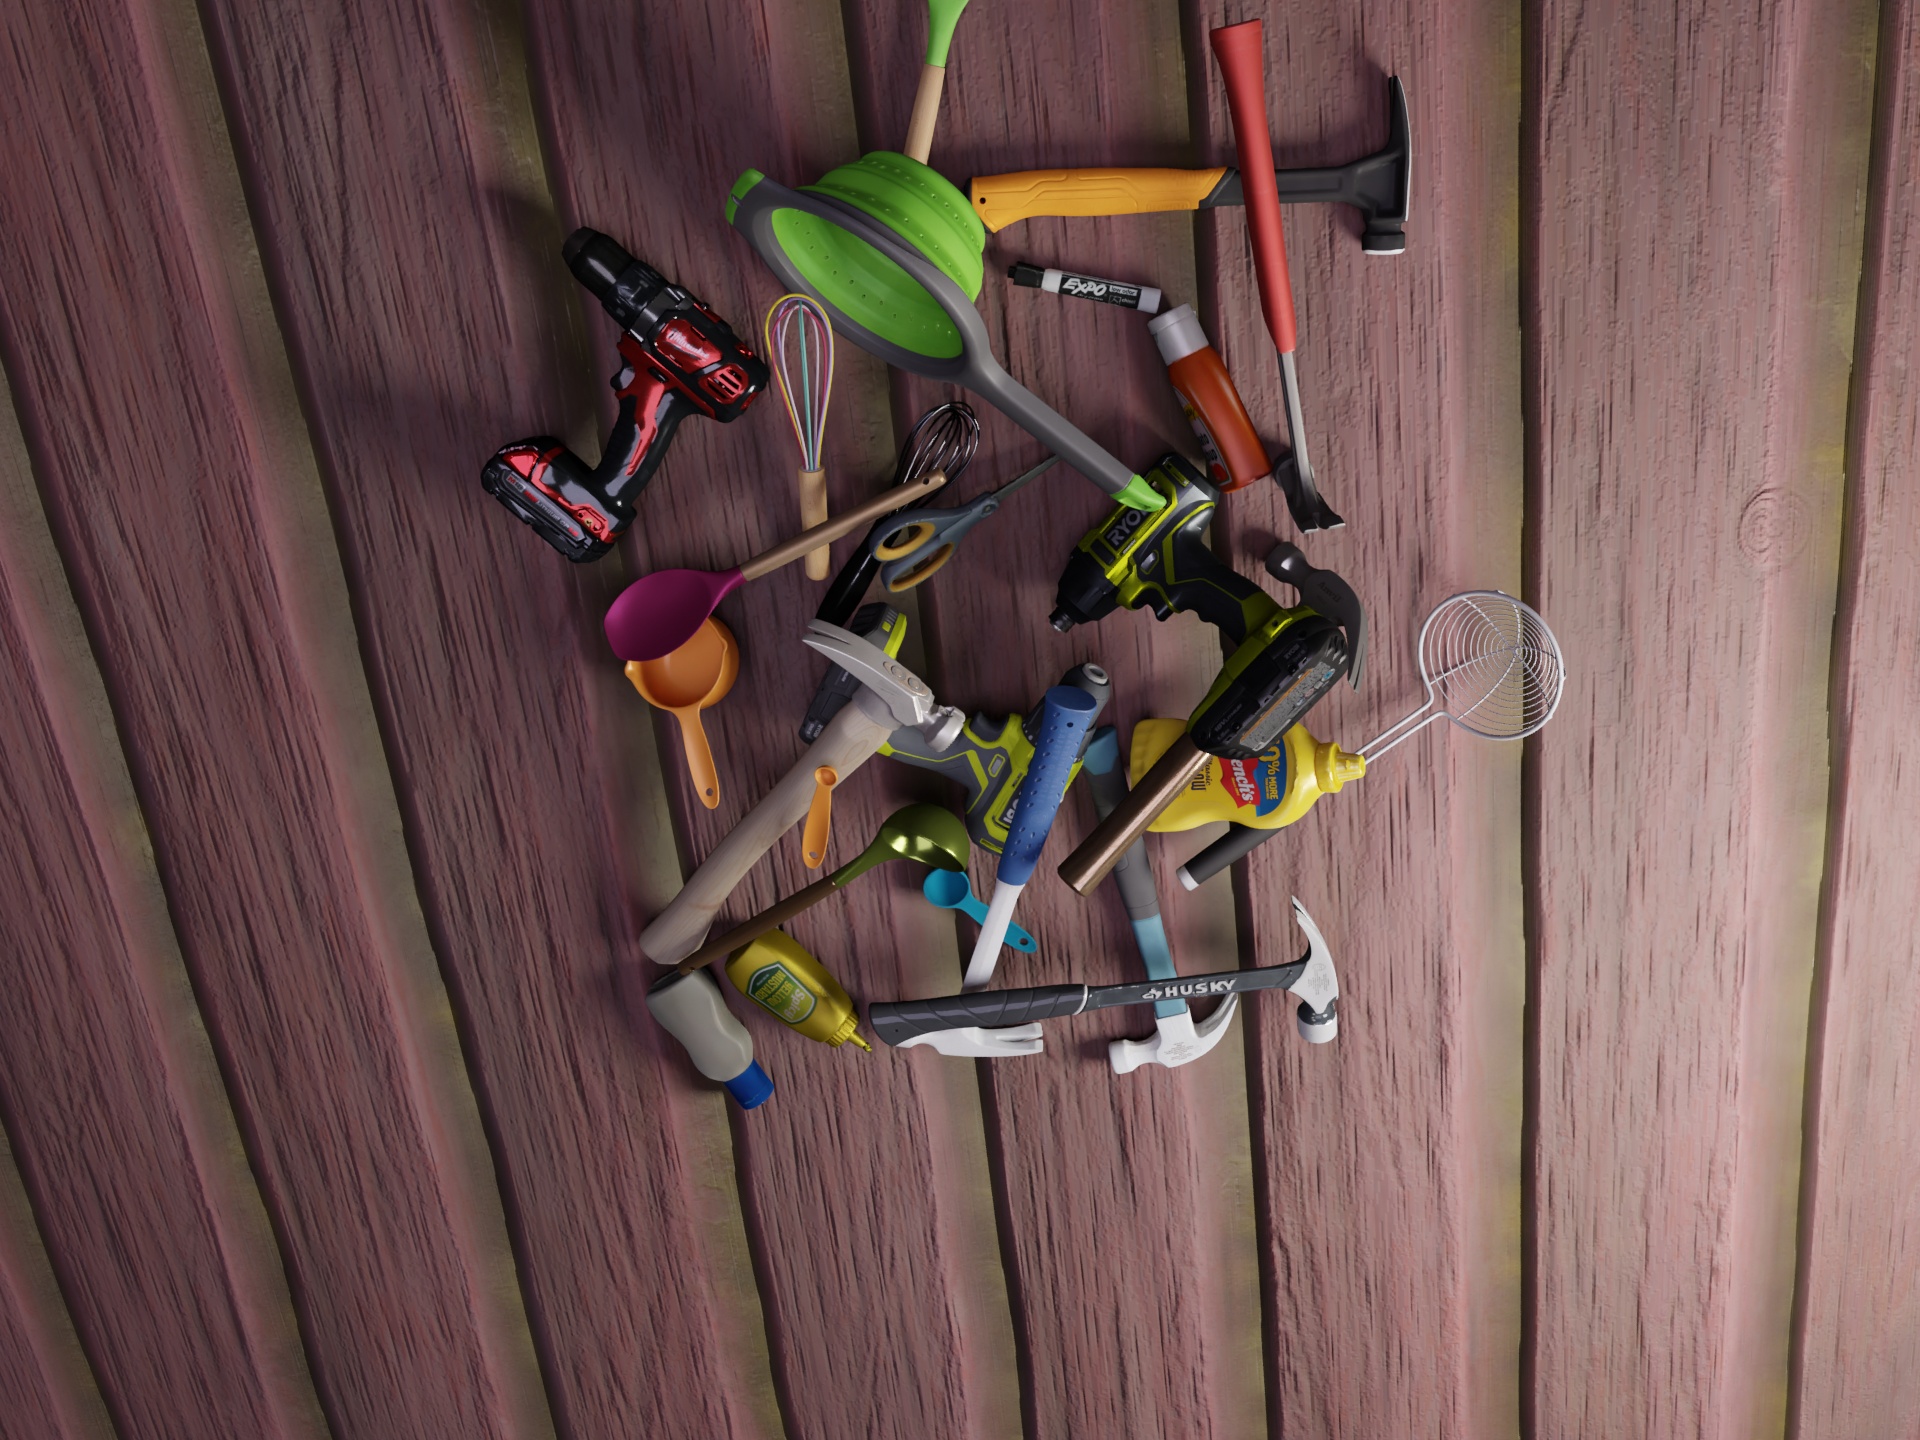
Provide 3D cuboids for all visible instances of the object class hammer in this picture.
[{"bbox_3d":[0.201,0.015,1.290,0.331,0.031,0.130,-49,56,7],"label":"hammer"},{"bbox_3d":[0.170,-0.413,1.209,0.337,0.034,0.127,-1,110,5],"label":"hammer"},{"bbox_3d":[0.159,0.162,1.418,0.128,0.033,0.330,-14,108,10],"label":"hammer"},{"bbox_3d":[-0.172,0.082,1.357,0.146,0.038,0.410,36,124,-13],"label":"hammer"},{"bbox_3d":[0.230,-0.319,1.164,0.036,0.149,0.358,-11,112,7],"label":"hammer"},{"bbox_3d":[0.047,0.144,1.364,0.144,0.035,0.405,10,124,-9],"label":"hammer"},{"bbox_3d":[0.123,0.239,1.389,0.409,0.036,0.149,-7,122,4],"label":"hammer"}]

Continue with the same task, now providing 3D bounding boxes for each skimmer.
[{"bbox_3d":[0.326,0.031,1.316,0.363,0.090,0.127,-37,78,12],"label":"skimmer"}]

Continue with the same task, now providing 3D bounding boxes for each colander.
[{"bbox_3d":[0.015,-0.304,1.195,0.397,0.204,0.094,35,80,-15],"label":"colander"}]

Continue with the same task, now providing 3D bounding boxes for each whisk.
[{"bbox_3d":[-0.125,-0.225,1.281,0.047,0.051,0.244,-12,125,-17],"label":"whisk"},{"bbox_3d":[-0.058,-0.162,1.316,0.055,0.055,0.239,32,114,-7],"label":"whisk"}]

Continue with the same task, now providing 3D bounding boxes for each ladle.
[{"bbox_3d":[-0.127,0.159,1.376,0.320,0.062,0.078,-31,129,23],"label":"ladle"}]

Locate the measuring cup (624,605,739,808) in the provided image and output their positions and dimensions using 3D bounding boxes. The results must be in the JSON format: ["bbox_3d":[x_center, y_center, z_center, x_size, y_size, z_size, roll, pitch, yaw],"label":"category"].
[{"bbox_3d":[-0.222,-0.011,1.350,0.095,0.052,0.173,-15,87,14],"label":"measuring cup"}]

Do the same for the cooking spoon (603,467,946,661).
[{"bbox_3d":[-0.154,-0.131,1.296,0.319,0.017,0.069,-24,82,14],"label":"cooking spoon"}]

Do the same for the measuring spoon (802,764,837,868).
[{"bbox_3d":[-0.116,0.080,1.316,0.021,0.011,0.116,17,130,5],"label":"measuring spoon"}]

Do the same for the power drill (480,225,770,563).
[{"bbox_3d":[-0.289,-0.261,1.281,0.188,0.080,0.226,41,105,-10],"label":"power drill"}]

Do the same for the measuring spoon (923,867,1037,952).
[{"bbox_3d":[0.020,0.171,1.445,0.128,0.021,0.042,37,108,-18],"label":"measuring spoon"}]

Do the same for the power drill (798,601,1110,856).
[{"bbox_3d":[-0.002,-0.004,1.338,0.228,0.080,0.190,26,120,-6],"label":"power drill"}]

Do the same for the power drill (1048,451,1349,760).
[{"bbox_3d":[0.180,-0.081,1.255,0.171,0.080,0.223,-48,61,16],"label":"power drill"}]

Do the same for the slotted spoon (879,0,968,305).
[{"bbox_3d":[-0.027,-0.471,1.209,0.070,0.031,0.313,14,112,0],"label":"slotted spoon"}]
